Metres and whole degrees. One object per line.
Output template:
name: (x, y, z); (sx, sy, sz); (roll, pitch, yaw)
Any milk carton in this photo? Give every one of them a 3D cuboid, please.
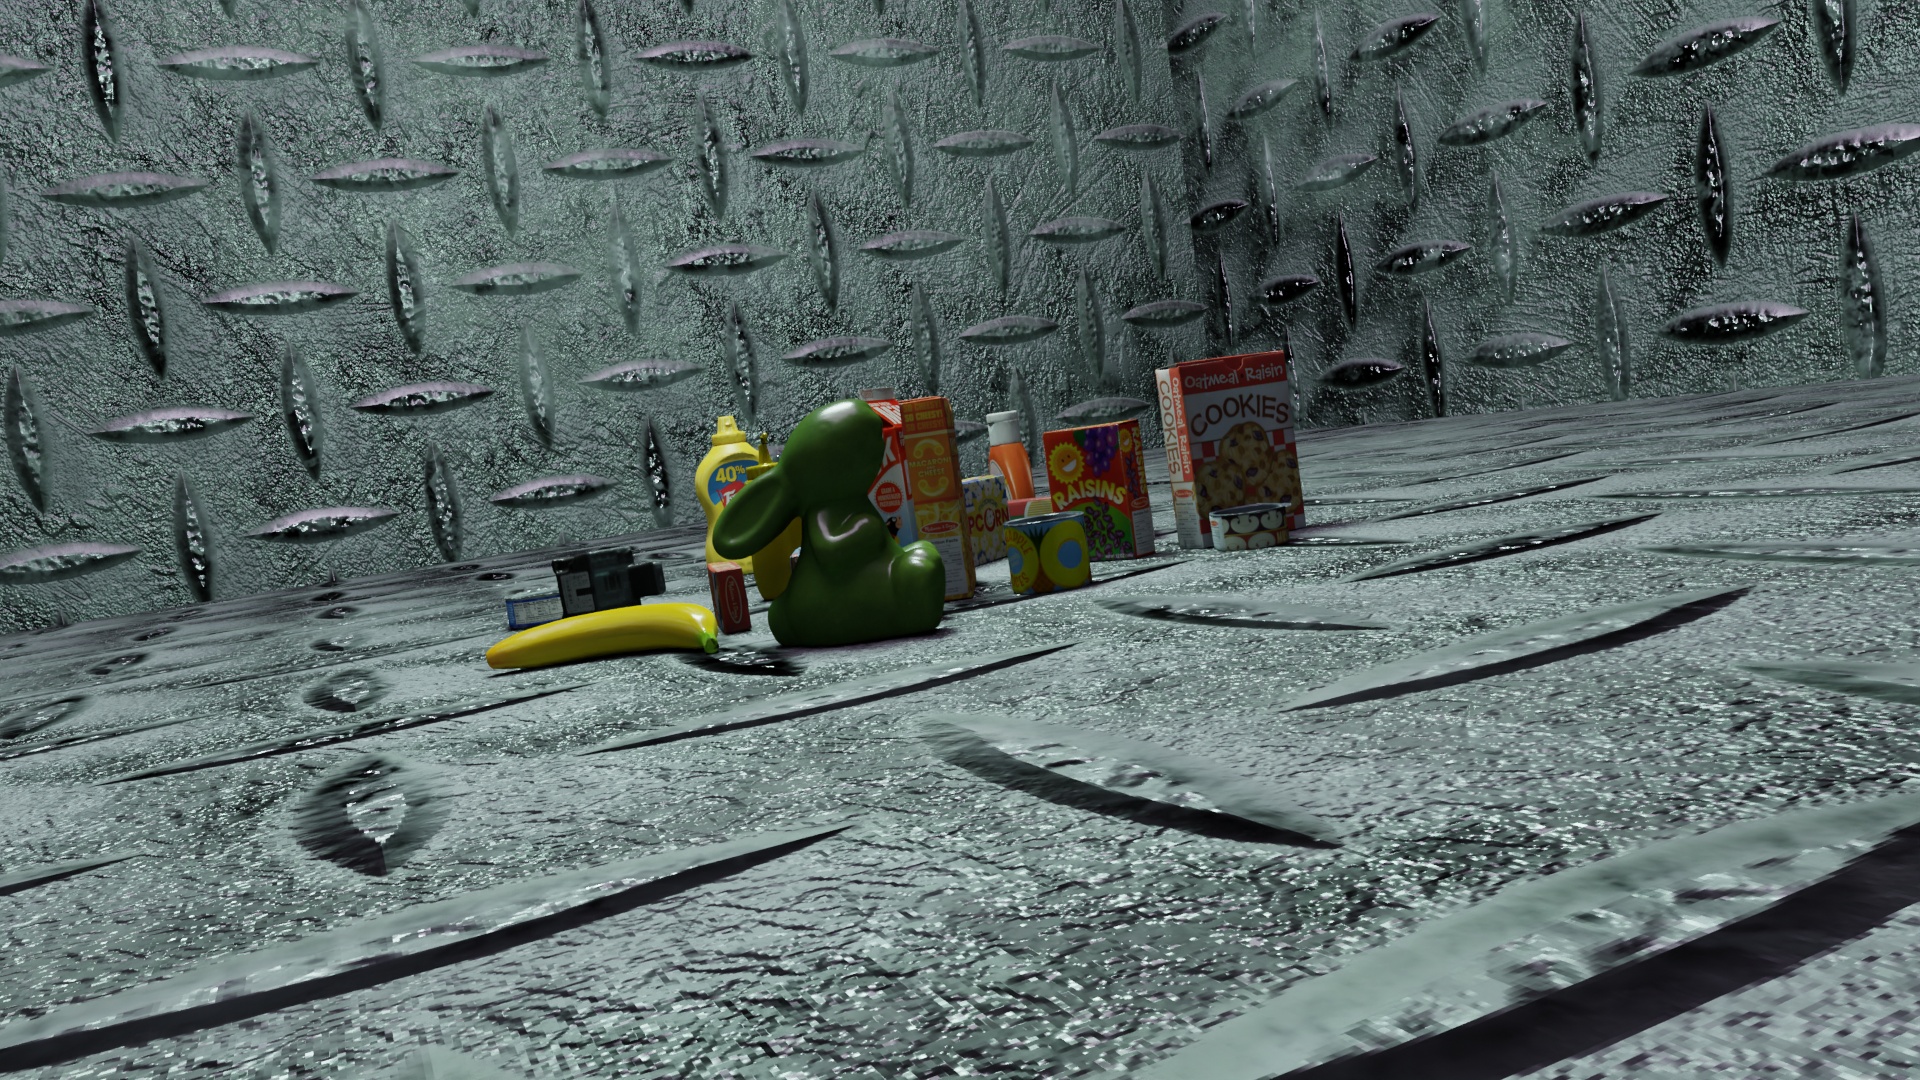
milk carton: (-0.072, -0.062, 1.425); (0.073, 0.190, 0.072); (-6, 5, 28)

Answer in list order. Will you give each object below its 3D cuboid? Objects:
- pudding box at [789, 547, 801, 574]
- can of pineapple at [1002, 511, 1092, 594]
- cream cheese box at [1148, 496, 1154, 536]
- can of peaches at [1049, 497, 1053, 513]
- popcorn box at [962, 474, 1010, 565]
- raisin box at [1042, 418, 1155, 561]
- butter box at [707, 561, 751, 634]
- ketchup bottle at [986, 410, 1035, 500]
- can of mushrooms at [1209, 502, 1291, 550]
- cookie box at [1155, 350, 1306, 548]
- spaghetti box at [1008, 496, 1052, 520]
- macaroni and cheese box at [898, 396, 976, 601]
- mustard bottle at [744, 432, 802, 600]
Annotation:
pudding box: (-0.135, 0.032, 1.260); (0.030, 0.049, 0.084); (-8, 4, -2)
can of pineapple: (0.069, 0.010, 1.118); (0.071, 0.058, 0.071); (-8, 4, 1)
cream cheese box: (0.183, -0.030, 1.432); (0.024, 0.053, 0.104); (-8, 5, 6)
can of peaches: (0.124, -0.018, 1.357); (0.071, 0.058, 0.071); (-8, 4, 1)
popcorn box: (0.005, -0.017, 1.395); (0.038, 0.085, 0.127); (-6, 5, 30)
raisin box: (0.127, -0.044, 1.269); (0.086, 0.123, 0.040); (-5, 5, 40)
butter box: (-0.195, 0.046, 1.167); (0.024, 0.053, 0.103); (-9, 5, -13)
ketchup bottle: (0.059, -0.077, 1.633); (0.044, 0.148, 0.064); (-10, 5, -26)
can of mushrooms: (0.255, -0.012, 1.212); (0.071, 0.033, 0.071); (-8, 5, 1)
cookie box: (0.249, -0.084, 1.273); (0.123, 0.167, 0.040); (-10, 5, -27)
spaghetti box: (0.024, -0.017, 1.567); (0.250, 0.050, 0.029); (-5, 5, 37)
macaroni and cheese box: (-0.017, -0.038, 1.179); (0.040, 0.166, 0.124); (-8, 4, 3)
mustard bottle: (-0.181, -0.025, 1.346); (0.049, 0.160, 0.065); (-7, 4, 11)
